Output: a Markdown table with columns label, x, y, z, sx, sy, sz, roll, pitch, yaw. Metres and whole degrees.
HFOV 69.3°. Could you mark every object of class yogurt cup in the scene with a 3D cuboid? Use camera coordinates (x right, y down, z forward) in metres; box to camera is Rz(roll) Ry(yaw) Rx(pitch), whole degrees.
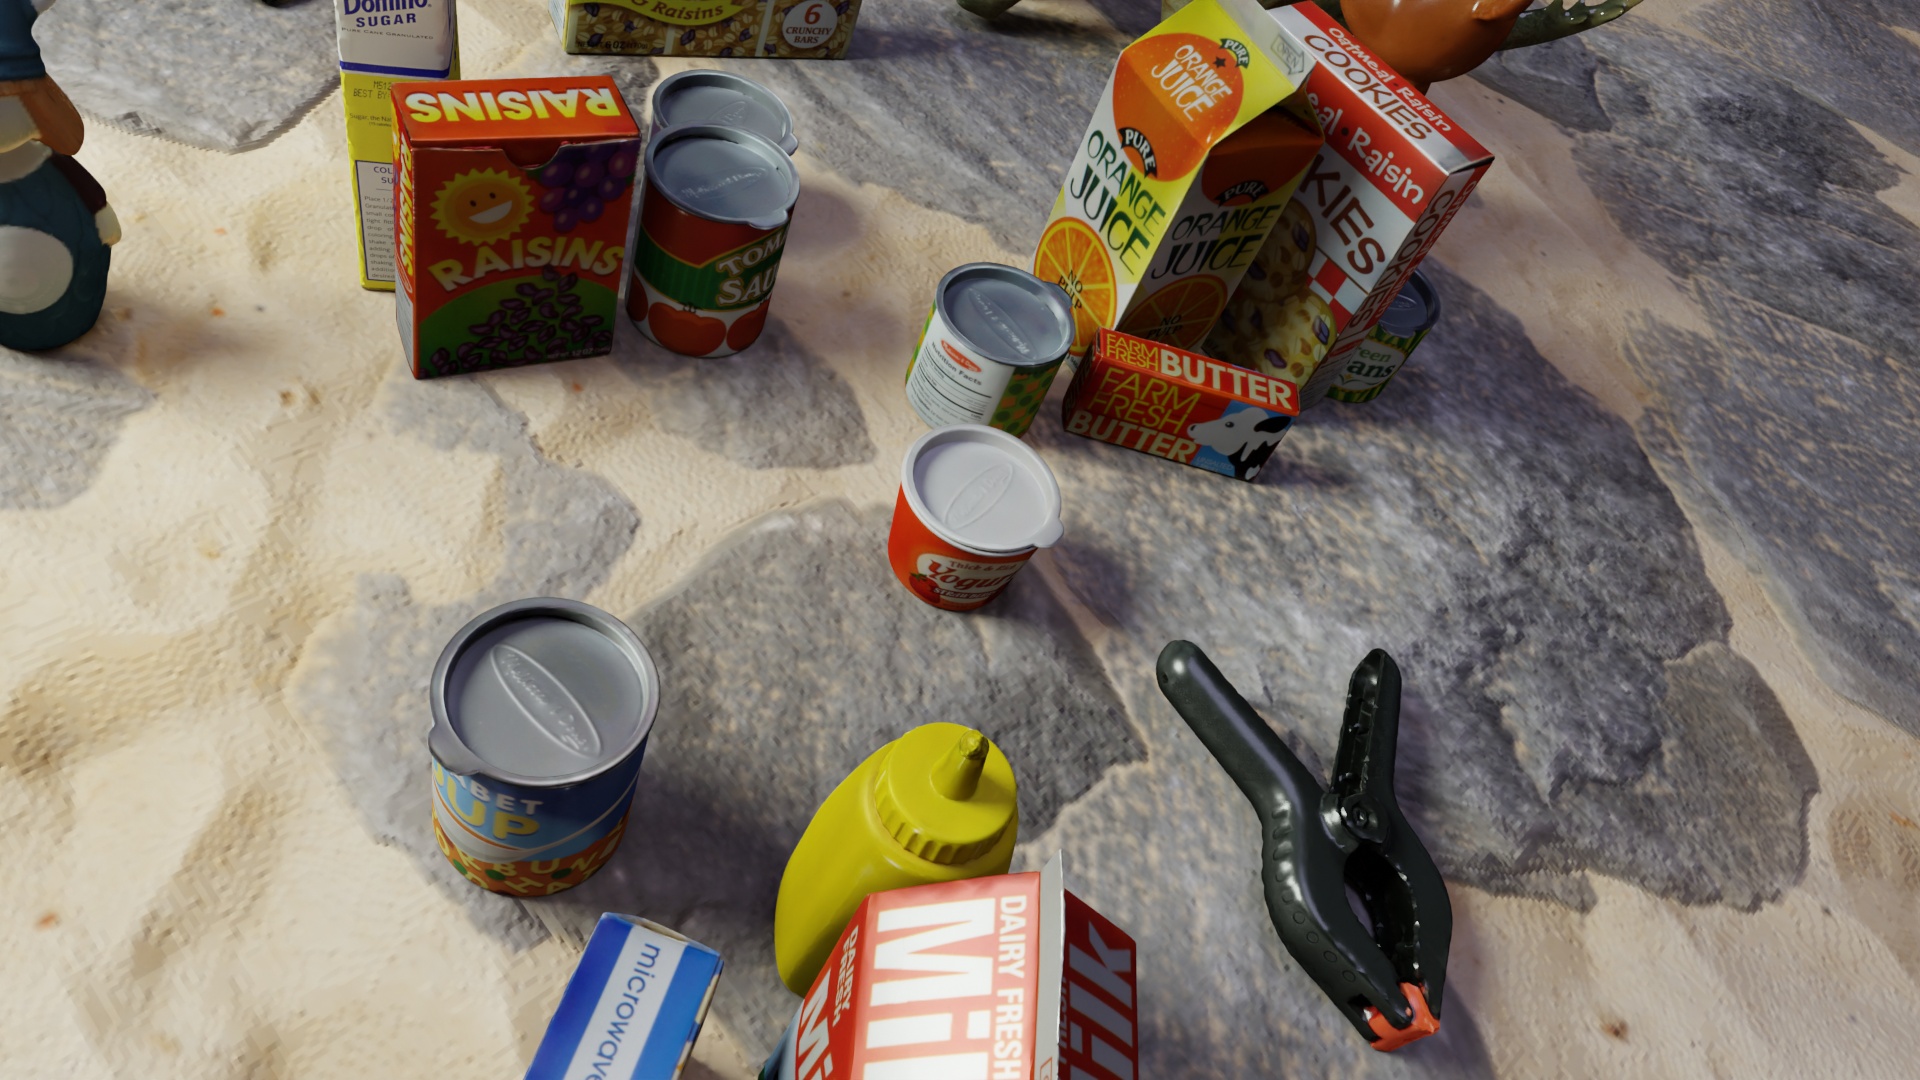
| label | x | y | z | sx | sy | sz | roll | pitch | yaw |
| --- | --- | --- | --- | --- | --- | --- | --- | --- | --- |
| yogurt cup | 0.002 | -0.007 | 0.582 | 0.072 | 0.053 | 0.073 | 11 | 50 | -13 |

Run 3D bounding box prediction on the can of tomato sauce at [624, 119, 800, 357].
| label | x | y | z | sx | sy | sz | roll | pitch | yaw |
| --- | --- | --- | --- | --- | --- | --- | --- | --- | --- |
| can of tomato sauce | -0.111 | -0.132 | 0.619 | 0.071 | 0.082 | 0.071 | 11 | 50 | -13 |

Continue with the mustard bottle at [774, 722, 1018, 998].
| label | x | y | z | sx | sy | sz | roll | pitch | yaw |
| --- | --- | --- | --- | --- | --- | --- | --- | --- | --- |
| mustard bottle | -0.015 | 0.096 | 0.422 | 0.065 | 0.159 | 0.049 | 10 | 50 | -13 |

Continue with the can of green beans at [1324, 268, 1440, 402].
| label | x | y | z | sx | sy | sz | roll | pitch | yaw |
| --- | --- | --- | --- | --- | --- | --- | --- | --- | --- |
| can of green beans | 0.214 | -0.117 | 0.749 | 0.071 | 0.057 | 0.071 | 11 | 50 | -13 |

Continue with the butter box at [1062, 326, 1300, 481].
| label | x | y | z | sx | sy | sz | roll | pitch | yaw |
| --- | --- | --- | --- | --- | --- | --- | --- | --- | --- |
| butter box | 0.105 | -0.064 | 0.668 | 0.103 | 0.052 | 0.024 | 15 | 49 | -9 |

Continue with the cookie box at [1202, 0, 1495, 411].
| label | x | y | z | sx | sy | sz | roll | pitch | yaw |
| --- | --- | --- | --- | --- | --- | --- | --- | --- | --- |
| cookie box | 0.166 | -0.160 | 0.693 | 0.040 | 0.166 | 0.123 | -25 | 65 | -35 |

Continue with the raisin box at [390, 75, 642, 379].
| label | x | y | z | sx | sy | sz | roll | pitch | yaw |
| --- | --- | --- | --- | --- | --- | --- | --- | --- | --- |
| raisin box | -0.181 | -0.124 | 0.559 | 0.086 | 0.122 | 0.040 | -12 | 58 | -28 |

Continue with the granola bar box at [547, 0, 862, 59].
| label | x | y | z | sx | sy | sz | roll | pitch | yaw |
| --- | --- | --- | --- | --- | --- | --- | --- | --- | --- |
| granola bar box | -0.127 | -0.319 | 0.735 | 0.166 | 0.123 | 0.039 | -9 | 57 | -27 |

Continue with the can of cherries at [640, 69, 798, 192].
| label | x | y | z | sx | sy | sz | roll | pitch | yaw |
| --- | --- | --- | --- | --- | --- | --- | --- | --- | --- |
| can of cherries | -0.117 | -0.183 | 0.674 | 0.071 | 0.058 | 0.072 | 11 | 50 | -13 |

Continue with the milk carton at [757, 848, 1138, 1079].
| label | x | y | z | sx | sy | sz | roll | pitch | yaw |
| --- | --- | --- | --- | --- | --- | --- | --- | --- | --- |
| milk carton | -0.006 | 0.151 | 0.361 | 0.073 | 0.189 | 0.073 | 13 | 50 | -11 |

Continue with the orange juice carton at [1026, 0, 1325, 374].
| label | x | y | z | sx | sy | sz | roll | pitch | yaw |
| --- | --- | --- | --- | --- | --- | --- | --- | --- | --- |
| orange juice carton | 0.102 | -0.166 | 0.655 | 0.073 | 0.191 | 0.072 | -14 | 60 | -30 |

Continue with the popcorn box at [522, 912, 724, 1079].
| label | x | y | z | sx | sy | sz | roll | pitch | yaw |
| --- | --- | --- | --- | --- | --- | --- | --- | --- | --- |
| popcorn box | -0.108 | 0.176 | 0.372 | 0.038 | 0.084 | 0.127 | 22 | 48 | -3 |

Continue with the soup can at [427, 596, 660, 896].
| label | x | y | z | sx | sy | sz | roll | pitch | yaw |
| --- | --- | --- | --- | --- | --- | --- | --- | --- | --- |
| soup can | -0.138 | 0.069 | 0.446 | 0.071 | 0.083 | 0.072 | 11 | 50 | -13 |

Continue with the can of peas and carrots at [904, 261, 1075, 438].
| label | x | y | z | sx | sy | sz | roll | pitch | yaw |
| --- | --- | --- | --- | --- | --- | --- | --- | --- | --- |
| can of peas and carrots | 0.014 | -0.087 | 0.647 | 0.071 | 0.058 | 0.071 | 11 | 50 | -13 |
